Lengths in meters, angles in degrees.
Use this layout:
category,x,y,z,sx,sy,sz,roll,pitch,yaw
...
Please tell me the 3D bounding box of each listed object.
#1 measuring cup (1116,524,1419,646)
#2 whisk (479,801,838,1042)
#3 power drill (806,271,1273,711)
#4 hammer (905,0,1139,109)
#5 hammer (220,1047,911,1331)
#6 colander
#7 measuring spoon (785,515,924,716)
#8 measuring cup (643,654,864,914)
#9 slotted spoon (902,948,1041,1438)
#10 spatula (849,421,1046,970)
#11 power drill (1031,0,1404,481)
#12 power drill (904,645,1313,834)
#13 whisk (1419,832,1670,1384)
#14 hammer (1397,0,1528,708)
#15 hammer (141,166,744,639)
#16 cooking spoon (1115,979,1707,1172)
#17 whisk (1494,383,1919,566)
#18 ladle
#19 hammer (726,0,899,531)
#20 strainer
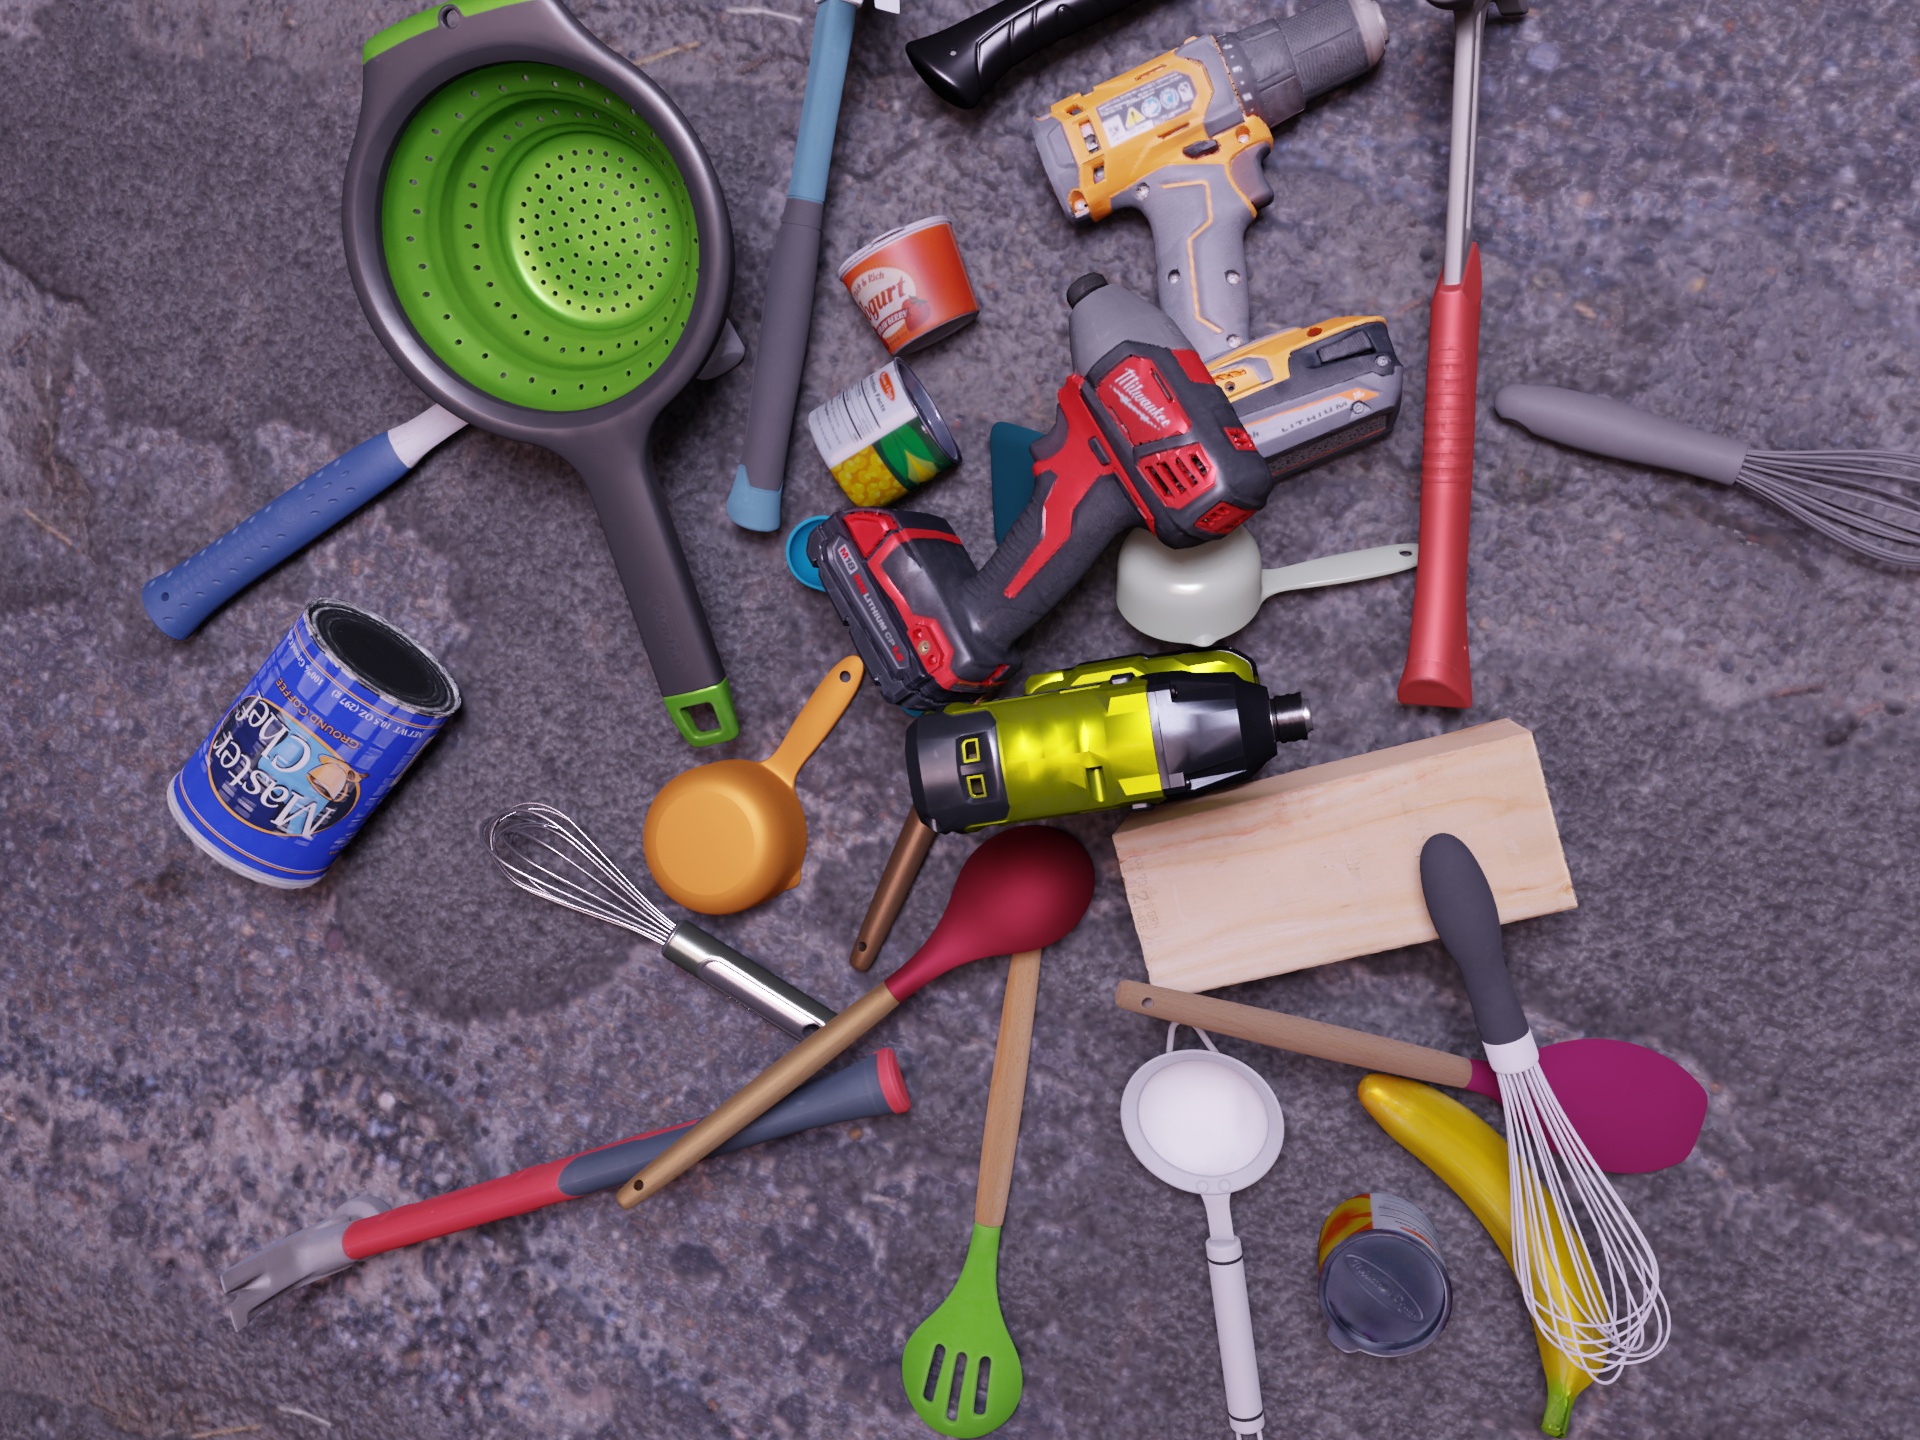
category,x,y,z,sx,sy,sz,roll,pitch,yaw
measuring cup,0.163,-0.086,0.826,0.167,0.083,0.038,-9,135,1
whisk,-0.173,0.122,0.921,0.246,0.059,0.057,31,111,5
power drill,0.035,-0.111,0.794,0.219,0.078,0.143,-36,74,28
hammer,0.126,-0.413,0.819,0.335,0.035,0.146,-25,86,6
hammer,-0.216,0.259,0.898,0.386,0.143,0.038,-18,86,9
colander,-0.187,-0.180,0.864,0.204,0.094,0.397,-12,108,13
measuring spoon,-0.056,-0.057,0.904,0.042,0.021,0.128,-32,94,-10
measuring cup,-0.112,0.034,0.899,0.095,0.052,0.173,38,102,9
slotted spoon,0.017,0.257,0.894,0.070,0.031,0.314,9,93,11
spatula,-0.001,-0.003,0.878,0.082,0.044,0.317,28,100,26
power drill,0.157,-0.247,0.816,0.185,0.084,0.226,-22,83,13
power drill,0.083,0.008,0.766,0.171,0.223,0.080,-9,91,13
whisk,0.269,0.184,0.751,0.070,0.070,0.284,-20,99,13
hammer,0.245,-0.185,0.787,0.037,0.149,0.359,5,103,26
hammer,-0.328,-0.173,0.949,0.405,0.035,0.144,-30,86,12
cooking spoon,0.230,0.172,0.798,0.319,0.017,0.069,14,97,-8
whisk,0.382,-0.126,0.784,0.239,0.055,0.055,20,97,16
ladle,-0.058,0.162,0.862,0.315,0.031,0.069,-38,69,-3
hammer,-0.087,-0.269,0.867,0.033,0.128,0.331,6,103,-22
strainer,0.140,0.277,0.860,0.087,0.050,0.258,-6,97,19
